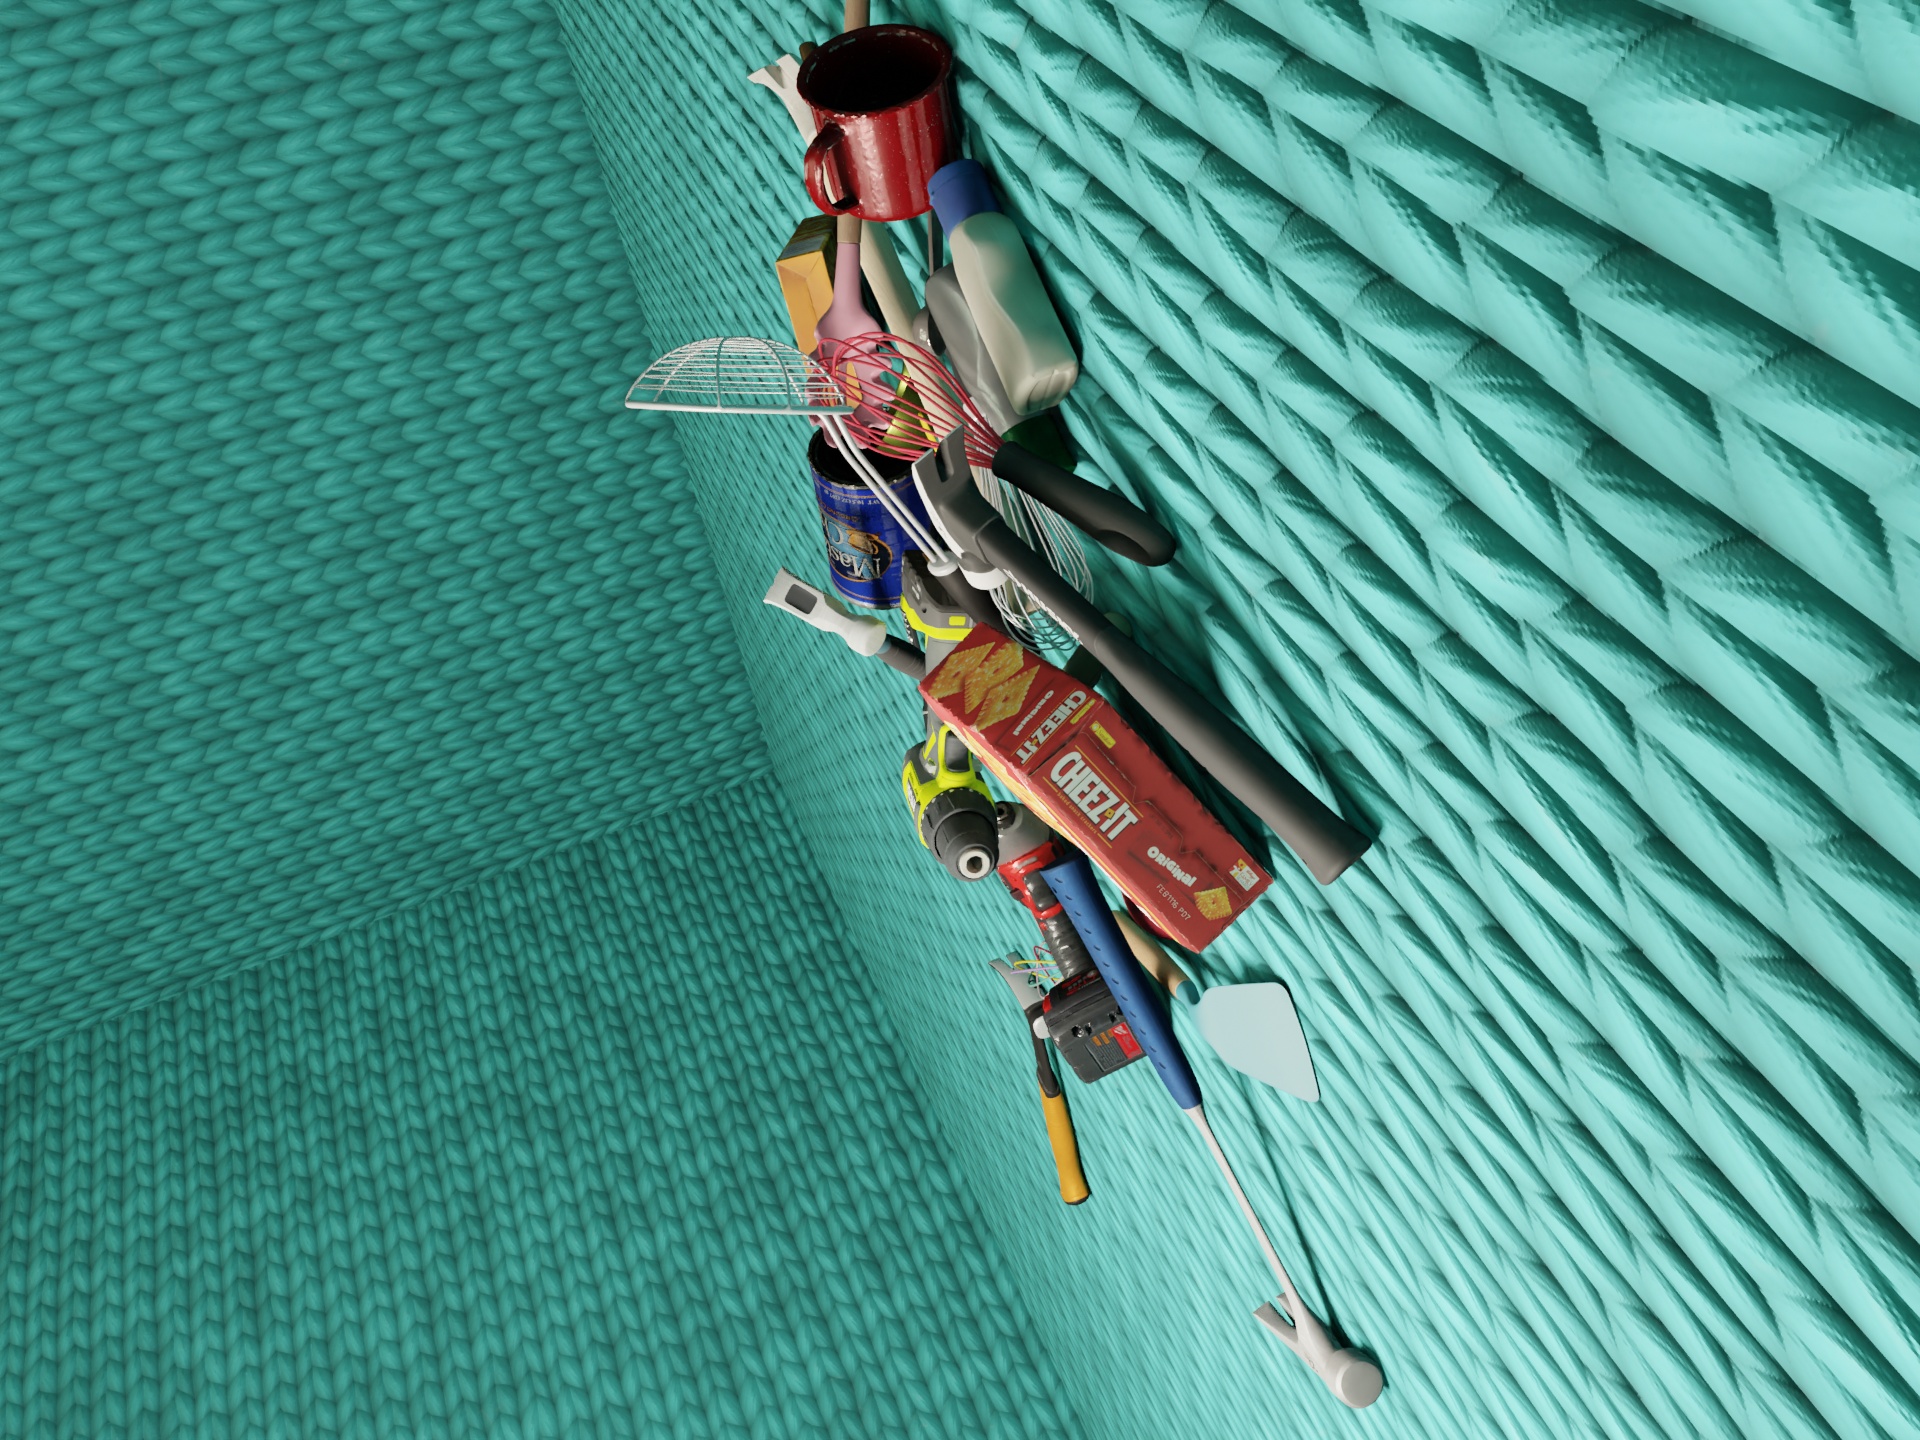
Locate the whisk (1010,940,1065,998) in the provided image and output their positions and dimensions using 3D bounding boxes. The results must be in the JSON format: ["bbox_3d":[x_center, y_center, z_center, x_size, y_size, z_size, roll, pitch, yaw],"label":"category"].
[{"bbox_3d":[0.099,0.222,1.445,0.047,0.051,0.245,48,163,0],"label":"whisk"}]

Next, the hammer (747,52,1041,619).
[{"bbox_3d":[-0.033,-0.262,1.104,0.411,0.038,0.146,66,-167,3],"label":"hammer"}]

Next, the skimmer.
[{"bbox_3d":[-0.057,-0.111,0.991,0.127,0.090,0.362,12,155,42],"label":"skimmer"}]

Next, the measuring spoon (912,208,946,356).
[{"bbox_3d":[-0.022,-0.298,1.034,0.034,0.018,0.124,6,-97,-69],"label":"measuring spoon"}]

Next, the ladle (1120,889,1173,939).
[{"bbox_3d":[0.101,0.091,1.228,0.316,0.031,0.069,-135,31,-68],"label":"ladle"}]

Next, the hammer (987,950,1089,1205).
[{"bbox_3d":[0.098,0.414,1.774,0.127,0.034,0.336,-129,22,-55],"label":"hammer"}]

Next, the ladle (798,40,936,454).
[{"bbox_3d":[-0.079,-0.358,1.204,0.078,0.062,0.320,162,91,-76],"label":"ladle"}]

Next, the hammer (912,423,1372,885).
[{"bbox_3d":[0.088,-0.034,0.843,0.335,0.035,0.146,46,174,31],"label":"hammer"}]

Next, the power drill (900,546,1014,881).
[{"bbox_3d":[-0.002,-0.004,1.204,0.191,0.080,0.228,-116,27,-69],"label":"power drill"}]

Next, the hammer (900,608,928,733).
[{"bbox_3d":[-0.030,-0.025,1.607,0.149,0.036,0.408,-132,24,-59],"label":"hammer"}]

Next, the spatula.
[{"bbox_3d":[0.160,0.178,1.112,0.318,0.044,0.082,-138,28,-76],"label":"spatula"}]

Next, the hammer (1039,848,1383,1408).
[{"bbox_3d":[0.163,0.275,1.107,0.405,0.035,0.144,62,169,-1],"label":"hammer"}]

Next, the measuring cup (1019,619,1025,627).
[{"bbox_3d":[0.050,-0.011,1.241,0.083,0.038,0.167,-139,28,-67],"label":"measuring cup"}]

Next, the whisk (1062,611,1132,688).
[{"bbox_3d":[0.078,-0.024,1.097,0.059,0.058,0.246,34,161,2],"label":"whisk"}]

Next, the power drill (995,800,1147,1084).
[{"bbox_3d":[0.079,0.165,1.272,0.220,0.078,0.143,65,-177,35],"label":"power drill"}]

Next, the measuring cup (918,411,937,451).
[{"bbox_3d":[-0.020,-0.185,1.204,0.062,0.029,0.156,65,-177,25],"label":"measuring cup"}]

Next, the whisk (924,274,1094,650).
[{"bbox_3d":[0.024,-0.174,1.040,0.070,0.070,0.285,103,152,-70],"label":"whisk"}]

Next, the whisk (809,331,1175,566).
[{"bbox_3d":[0.014,-0.163,0.947,0.296,0.073,0.073,35,150,33],"label":"whisk"}]

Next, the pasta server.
[{"bbox_3d":[-0.069,-0.337,1.029,0.040,0.060,0.316,-134,45,-69],"label":"pasta server"}]

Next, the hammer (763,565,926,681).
[{"bbox_3d":[-0.066,-0.064,1.368,0.128,0.033,0.330,29,-179,21],"label":"hammer"}]
